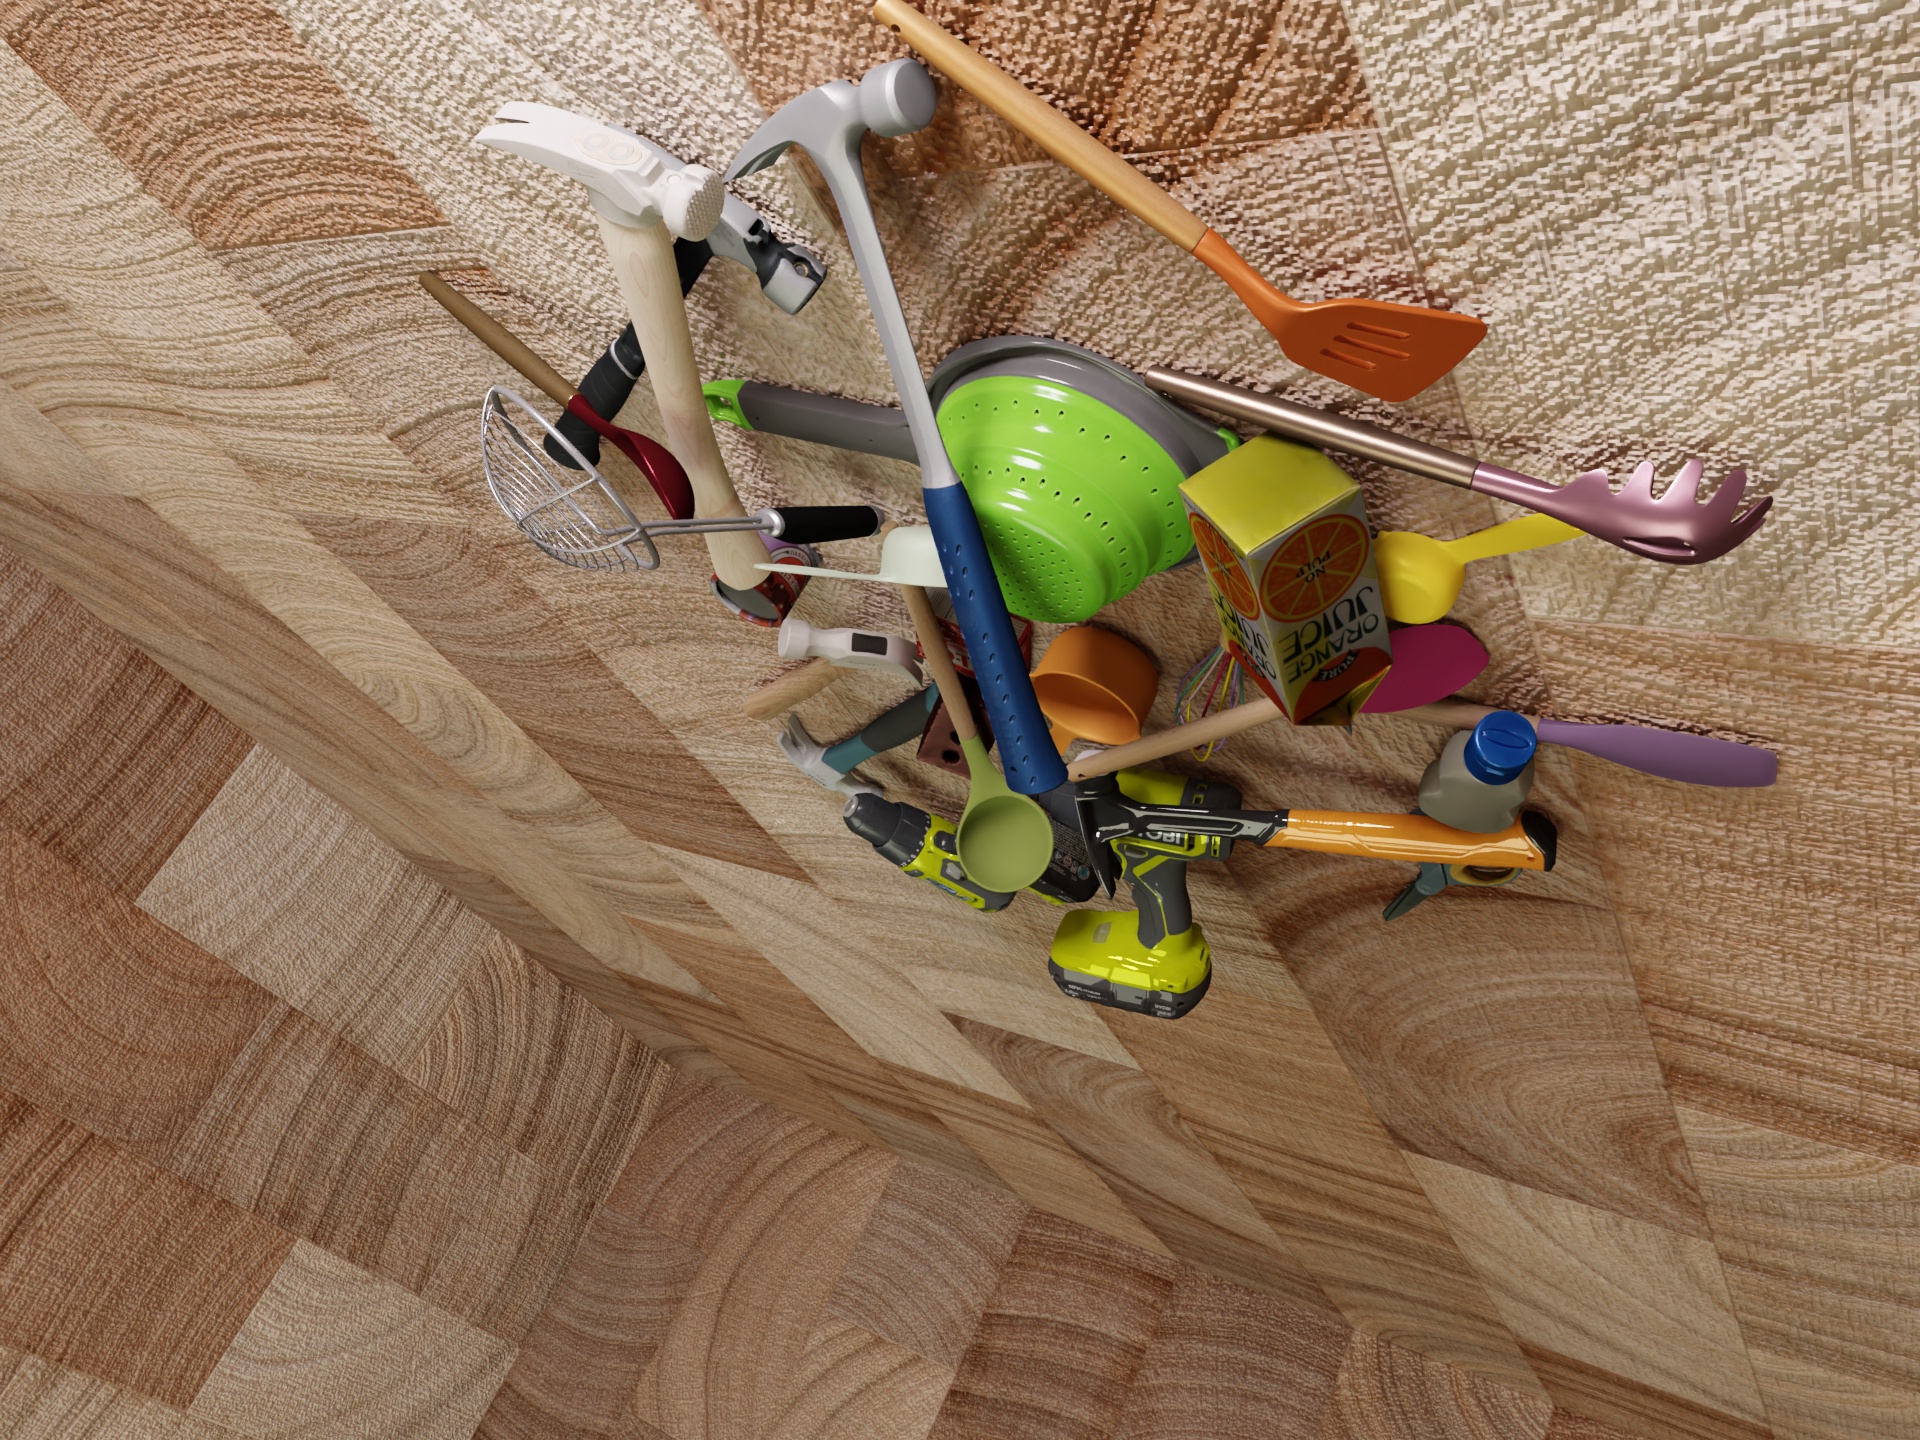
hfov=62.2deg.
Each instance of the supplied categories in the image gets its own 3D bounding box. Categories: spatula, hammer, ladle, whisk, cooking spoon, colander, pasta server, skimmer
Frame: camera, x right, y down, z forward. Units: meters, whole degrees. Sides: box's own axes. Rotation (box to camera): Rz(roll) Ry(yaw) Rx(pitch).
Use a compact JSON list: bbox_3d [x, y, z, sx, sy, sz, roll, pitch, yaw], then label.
[{"bbox_3d":[0.098,-0.248,0.755,0.322,0.041,0.081,35,158,-4],"label":"spatula"},{"bbox_3d":[-0.072,0.015,1.443,0.128,0.033,0.331,34,155,-14],"label":"hammer"},{"bbox_3d":[-0.225,-0.255,1.074,0.149,0.036,0.409,37,155,-15],"label":"hammer"},{"bbox_3d":[-0.002,-0.004,1.192,0.078,0.062,0.319,-16,121,9],"label":"ladle"},{"bbox_3d":[0.179,-0.039,1.050,0.051,0.047,0.244,20,153,6],"label":"whisk"},{"bbox_3d":[-0.188,-0.213,1.025,0.146,0.038,0.410,25,156,16],"label":"hammer"},{"bbox_3d":[-0.277,-0.227,1.083,0.316,0.031,0.069,40,163,25],"label":"ladle"},{"bbox_3d":[-0.128,-0.035,1.366,0.130,0.031,0.331,7,170,-20],"label":"hammer"},{"bbox_3d":[0.193,-0.005,1.047,0.319,0.017,0.068,-21,131,40],"label":"cooking spoon"},{"bbox_3d":[-0.018,-0.145,0.992,0.397,0.094,0.204,16,153,26],"label":"colander"},{"bbox_3d":[0.249,0.085,1.142,0.337,0.034,0.127,2,129,24],"label":"hammer"},{"bbox_3d":[0.239,-0.139,0.808,0.316,0.040,0.060,23,169,24],"label":"pasta server"},{"bbox_3d":[-0.017,-0.142,0.881,0.144,0.035,0.405,6,123,45],"label":"hammer"},{"bbox_3d":[-0.143,-0.144,0.974,0.127,0.090,0.363,39,-155,21],"label":"skimmer"},{"bbox_3d":[0.336,0.002,0.993,0.316,0.018,0.059,13,156,30],"label":"spatula"}]

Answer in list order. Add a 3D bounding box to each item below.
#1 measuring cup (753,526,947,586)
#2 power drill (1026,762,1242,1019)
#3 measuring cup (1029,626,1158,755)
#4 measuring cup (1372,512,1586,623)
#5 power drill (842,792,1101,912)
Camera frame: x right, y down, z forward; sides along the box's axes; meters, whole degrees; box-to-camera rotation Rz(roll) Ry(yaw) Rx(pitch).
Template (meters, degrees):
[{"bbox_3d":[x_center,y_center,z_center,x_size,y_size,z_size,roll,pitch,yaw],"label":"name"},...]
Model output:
[{"bbox_3d":[-0.057,-0.113,1.070,0.167,0.038,0.083,1,-170,-24],"label":"measuring cup"},{"bbox_3d":[0.136,0.132,1.306,0.171,0.080,0.223,10,129,16],"label":"power drill"},{"bbox_3d":[0.090,-0.014,1.187,0.095,0.052,0.173,29,158,-1],"label":"measuring cup"},{"bbox_3d":[0.280,-0.085,0.864,0.062,0.029,0.156,38,157,-19],"label":"measuring cup"},{"bbox_3d":[0.011,0.113,1.471,0.190,0.080,0.228,30,158,-24],"label":"power drill"}]
